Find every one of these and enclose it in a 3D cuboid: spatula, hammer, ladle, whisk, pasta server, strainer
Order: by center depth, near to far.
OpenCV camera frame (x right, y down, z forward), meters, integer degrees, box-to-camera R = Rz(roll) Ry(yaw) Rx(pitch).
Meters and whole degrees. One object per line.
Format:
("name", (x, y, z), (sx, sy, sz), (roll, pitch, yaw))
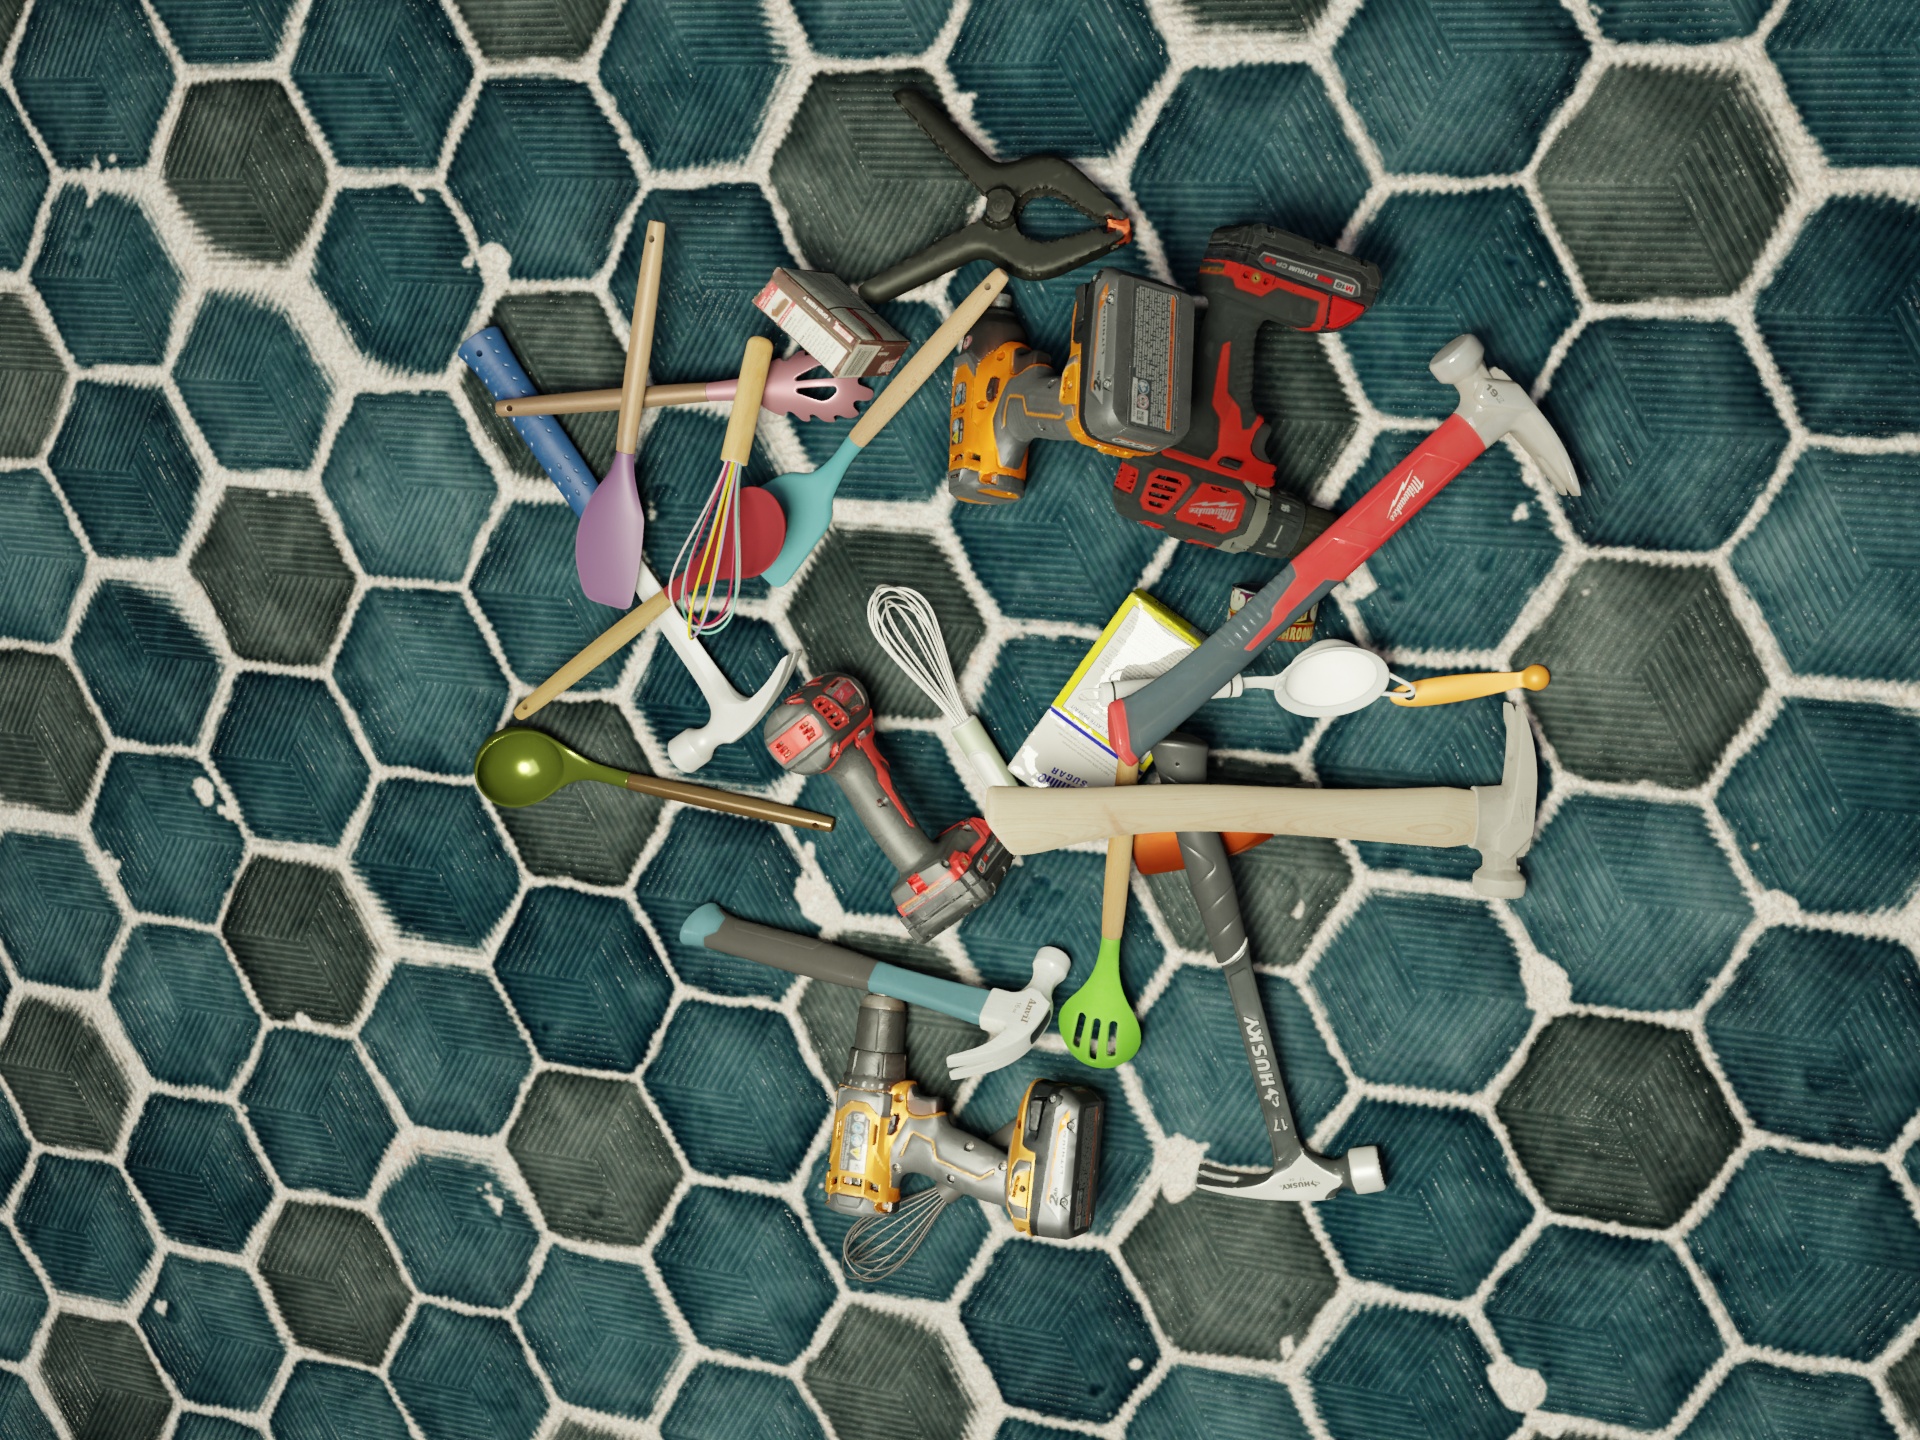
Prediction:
("hammer", (0.265, -0.095, 1.147), (0.386, 0.038, 0.143), (-43, 100, 2))
("hammer", (0.224, 0.057, 1.177), (0.410, 0.038, 0.146), (1, 97, -6))
("strainer", (0.213, -0.030, 1.199), (0.258, 0.086, 0.050), (-5, 54, -8))
("hammer", (0.214, 0.199, 1.247), (0.149, 0.036, 0.408), (-13, 104, 17))
("whisk", (-0.182, -0.182, 1.247), (0.051, 0.047, 0.245), (12, 88, 30))
("spatula", (-0.071, -0.236, 1.254), (0.082, 0.044, 0.317), (50, 121, 6))
("spatula", (-0.270, -0.243, 1.286), (0.060, 0.018, 0.315), (17, 110, 10))
("whisk", (-0.002, -0.004, 1.293), (0.058, 0.059, 0.246), (-29, 96, 30))
("pasta server", (-0.229, -0.266, 1.300), (0.316, 0.040, 0.060), (-2, 99, 12))
("ladle", (-0.260, -0.088, 1.319), (0.315, 0.031, 0.069), (-35, 78, 20))
("hammer", (-0.083, 0.210, 1.332), (0.331, 0.128, 0.033), (12, 140, 20))
("hammer", (-0.291, -0.160, 1.348), (0.144, 0.035, 0.405), (-35, 89, 18))
("whisk", (-0.013, 0.406, 1.366), (0.239, 0.055, 0.055), (-41, 88, 14))
("ladle", (-0.265, 0.064, 1.370), (0.320, 0.062, 0.078), (11, 120, 10))

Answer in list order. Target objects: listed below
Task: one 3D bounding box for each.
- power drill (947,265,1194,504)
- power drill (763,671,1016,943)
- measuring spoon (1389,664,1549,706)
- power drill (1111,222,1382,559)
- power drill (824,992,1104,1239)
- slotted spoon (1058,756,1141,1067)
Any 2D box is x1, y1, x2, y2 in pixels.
("power drill", (0.069, -0.255, 1.161), (0.226, 0.084, 0.164), (-5, 81, 57))
("power drill", (-0.058, 0.057, 1.275), (0.078, 0.143, 0.219), (-37, 95, 22))
("measuring spoon", (0.385, -0.025, 1.203), (0.117, 0.011, 0.021), (-8, 97, 16))
("power drill", (0.229, -0.229, 1.162), (0.187, 0.080, 0.226), (15, 102, -15))
("power drill", (0.000, 0.325, 1.313), (0.226, 0.084, 0.185), (2, 81, 23))
("slotted spoon", (0.120, 0.148, 1.262), (0.070, 0.031, 0.313), (10, 113, 17))
